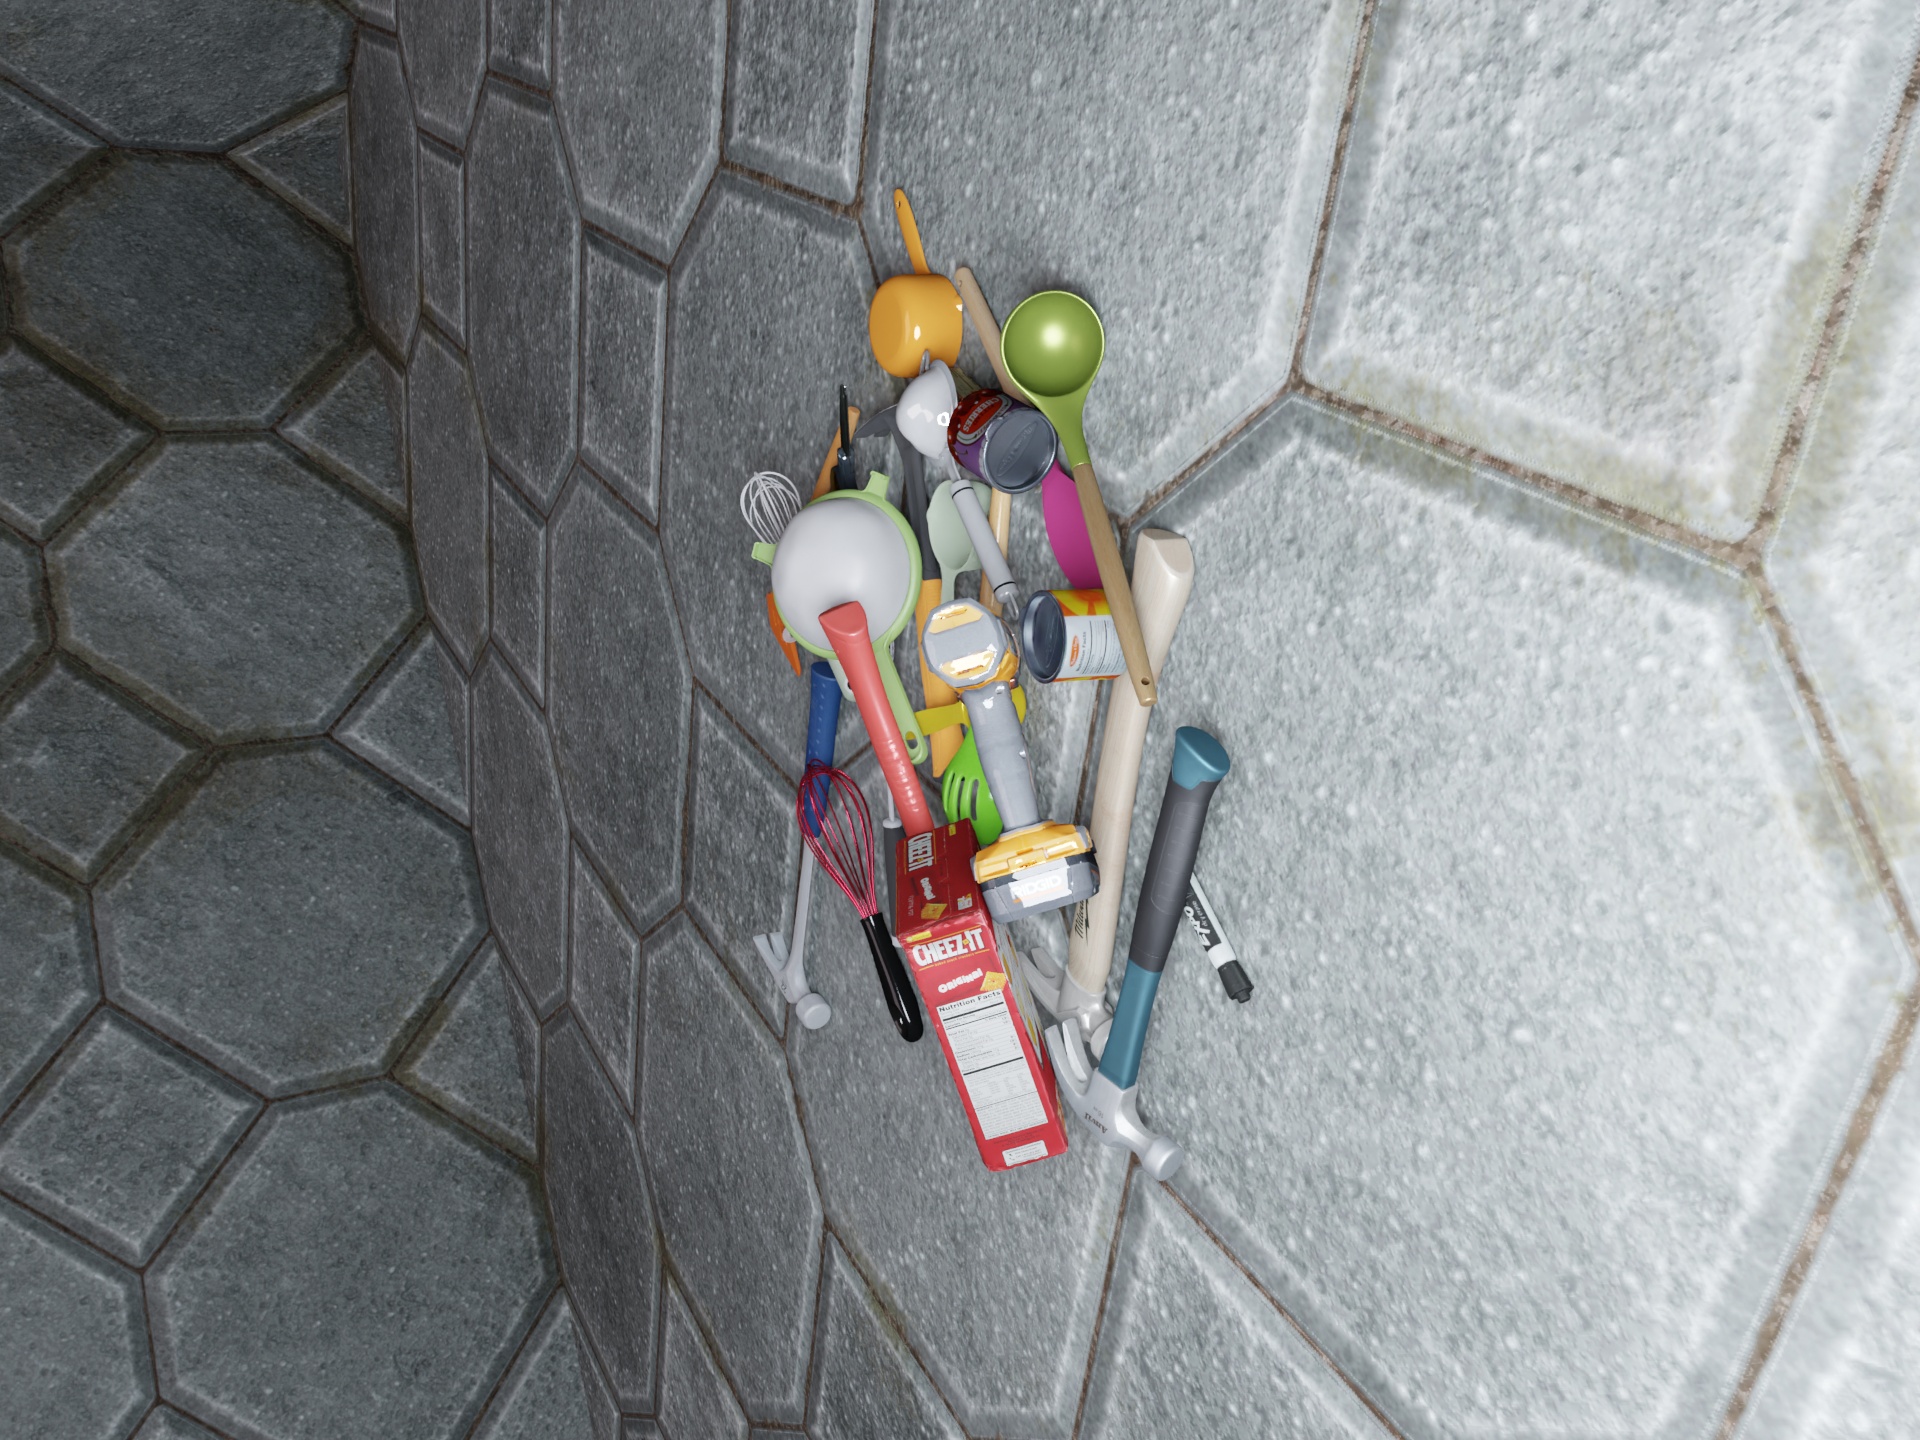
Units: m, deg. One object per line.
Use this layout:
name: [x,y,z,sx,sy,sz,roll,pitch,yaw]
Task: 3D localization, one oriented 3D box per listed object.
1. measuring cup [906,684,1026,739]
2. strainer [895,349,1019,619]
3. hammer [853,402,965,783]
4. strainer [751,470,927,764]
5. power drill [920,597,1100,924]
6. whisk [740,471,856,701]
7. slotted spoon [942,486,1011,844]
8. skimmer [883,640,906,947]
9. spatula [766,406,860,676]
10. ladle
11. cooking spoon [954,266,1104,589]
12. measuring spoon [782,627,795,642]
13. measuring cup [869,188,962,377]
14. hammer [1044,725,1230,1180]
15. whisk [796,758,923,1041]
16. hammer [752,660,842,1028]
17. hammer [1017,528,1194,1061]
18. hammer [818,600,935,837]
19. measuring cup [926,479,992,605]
measuring cup: [-0.002,-0.004,1.358,0.156,0.029,0.062,-15,83,48]
strainer: [-0.003,-0.190,1.267,0.259,0.050,0.086,67,153,20]
hammer: [-0.033,-0.111,1.410,0.127,0.034,0.337,-6,91,59]
strainer: [-0.094,-0.080,1.364,0.151,0.069,0.256,-27,77,23]
power drill: [0.036,0.028,1.171,0.185,0.084,0.226,25,-132,-81]
whisk: [-0.149,-0.131,1.558,0.059,0.058,0.246,166,80,-82]
slotted spoon: [0.019,-0.050,1.290,0.070,0.031,0.313,14,103,44]
skimmer: [-0.099,0.040,1.504,0.127,0.090,0.363,-94,-1,-80]
spatula: [-0.149,-0.182,1.610,0.081,0.041,0.322,58,138,33]
ladle: [0.093,-0.161,1.117,0.062,0.078,0.320,92,166,-68]
cooking spoon: [0.055,-0.232,1.245,0.068,0.017,0.319,-53,52,52]
measuring spoon: [-0.145,-0.106,1.607,0.124,0.018,0.034,-29,85,50]
measuring cup: [-0.052,-0.376,1.362,0.095,0.052,0.174,-29,74,59]
hammer: [0.136,0.160,1.128,0.128,0.033,0.330,31,121,39]
whisk: [-0.095,0.175,1.567,0.073,0.073,0.296,-36,72,57]
hammer: [-0.163,0.125,1.689,0.144,0.035,0.405,42,132,48]
hammer: [0.111,0.052,1.198,0.146,0.038,0.410,41,130,51]
hammer: [-0.044,0.071,1.336,0.149,0.036,0.359,16,129,66]
measuring cup: [0.005,-0.121,1.341,0.083,0.038,0.167,34,127,52]
